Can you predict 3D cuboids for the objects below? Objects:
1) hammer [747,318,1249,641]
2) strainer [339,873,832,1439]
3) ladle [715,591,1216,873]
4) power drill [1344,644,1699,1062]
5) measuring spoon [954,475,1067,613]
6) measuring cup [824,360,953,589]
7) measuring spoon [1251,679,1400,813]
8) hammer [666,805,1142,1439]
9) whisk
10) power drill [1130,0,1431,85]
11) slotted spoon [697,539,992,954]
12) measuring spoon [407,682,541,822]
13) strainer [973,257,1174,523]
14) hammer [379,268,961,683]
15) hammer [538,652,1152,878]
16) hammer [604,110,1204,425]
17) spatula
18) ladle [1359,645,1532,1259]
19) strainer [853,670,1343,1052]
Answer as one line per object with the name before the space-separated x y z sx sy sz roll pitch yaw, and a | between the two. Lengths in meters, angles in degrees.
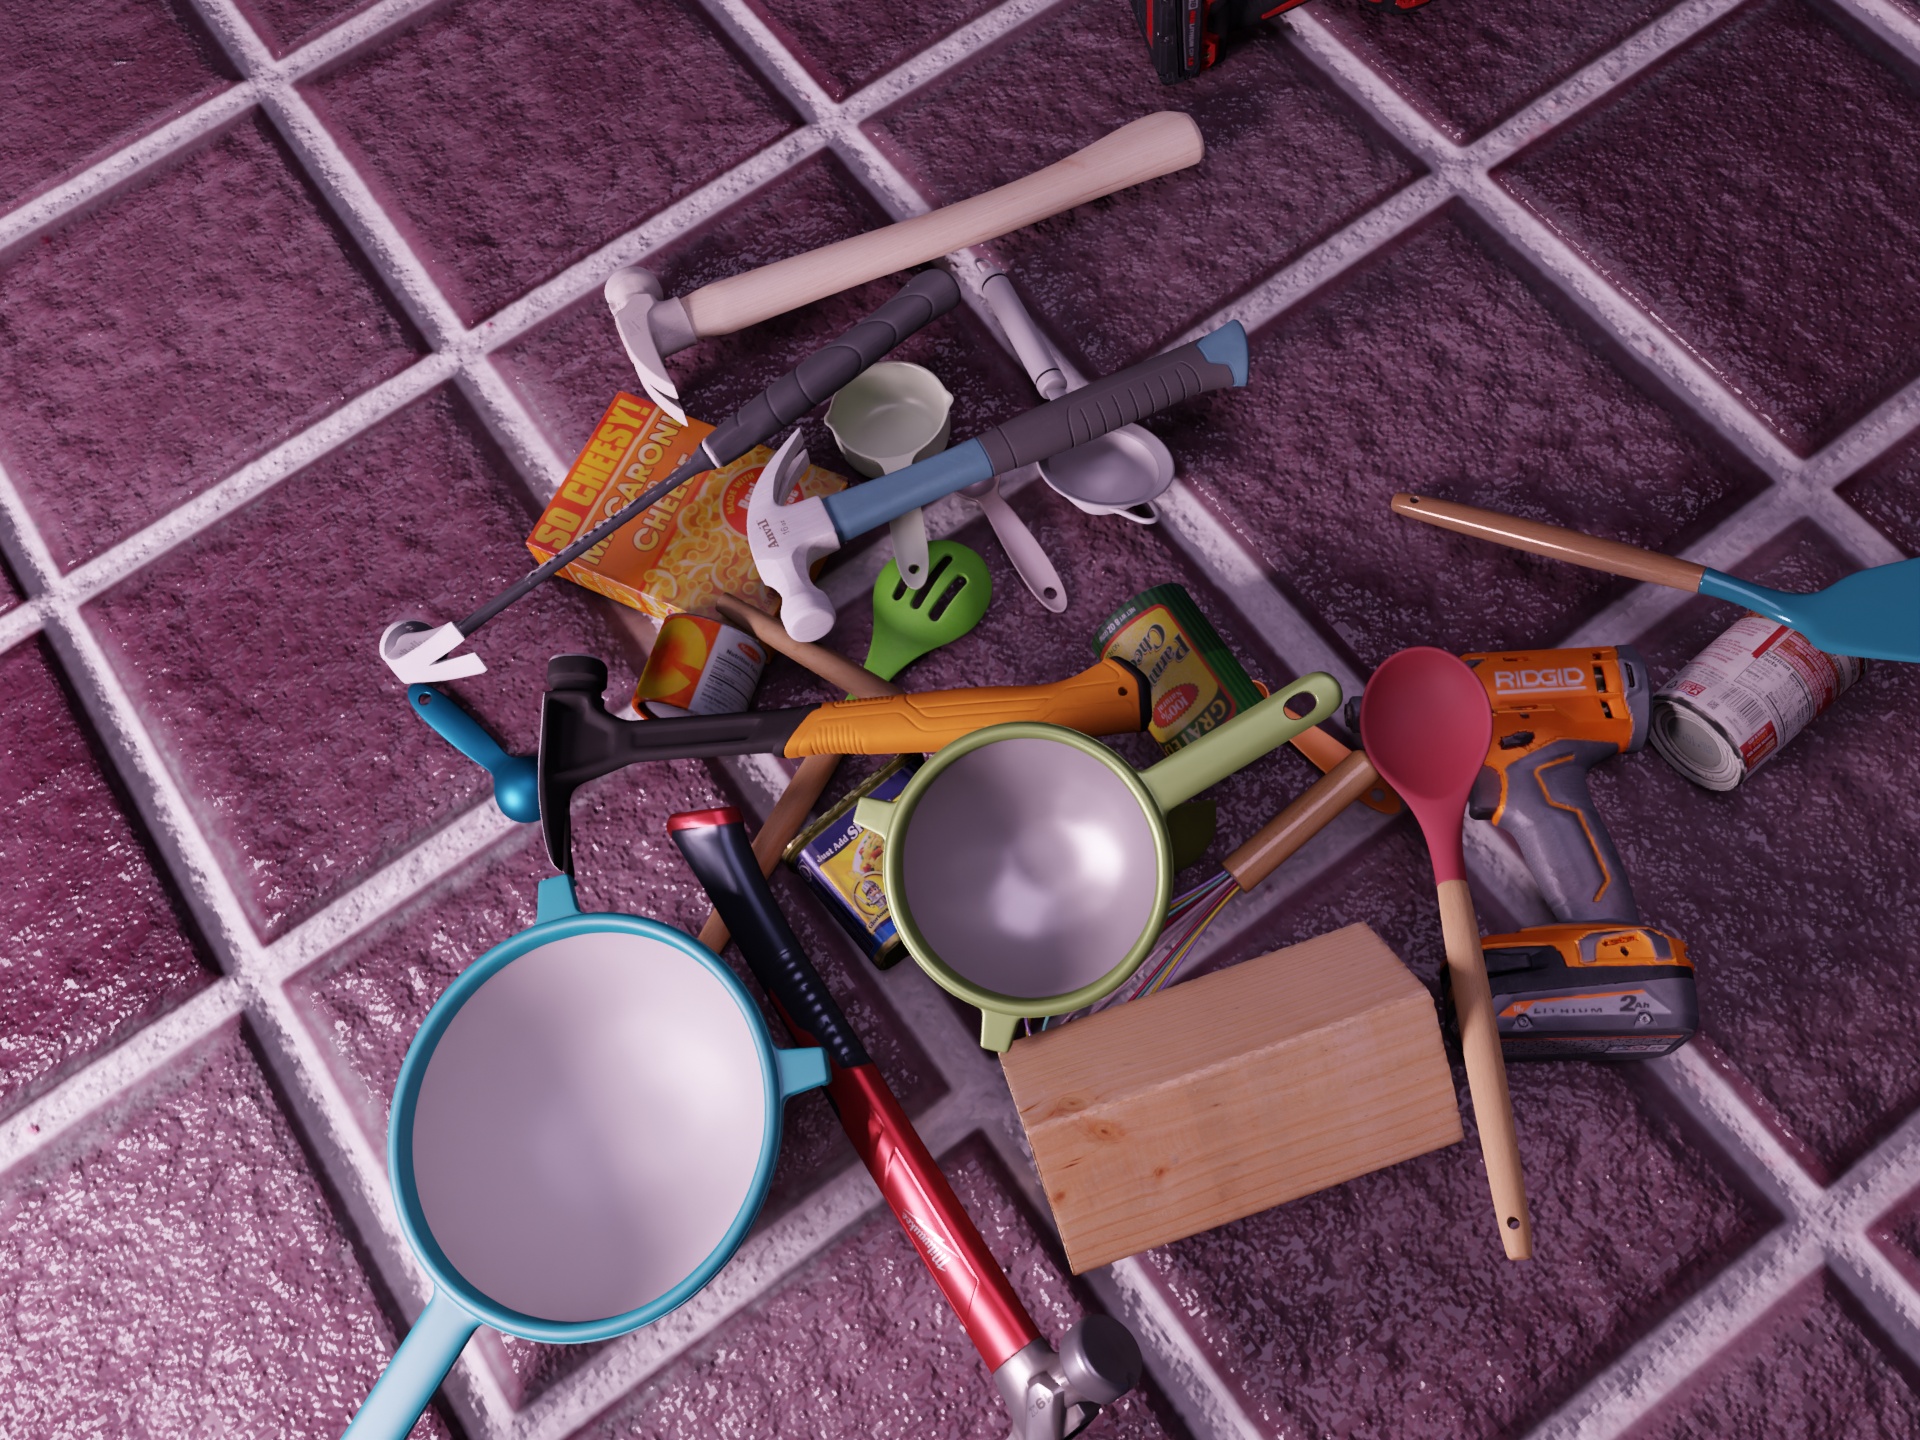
hammer | 0.027 -0.162 0.954 0.331 0.033 0.128 -24 60 -7
strainer | -0.217 0.266 0.827 0.211 0.095 0.340 30 81 20
ladle | -0.001 -0.003 0.913 0.320 0.078 0.062 30 94 12
power drill | 0.301 0.066 0.868 0.164 0.084 0.227 -3 65 6
measuring spoon | 0.031 -0.116 0.999 0.034 0.018 0.124 -29 76 -9
measuring cup | -0.037 -0.148 0.998 0.083 0.038 0.168 -10 66 1
measuring spoon | 0.209 0.017 0.932 0.117 0.011 0.021 40 77 14
hammer | -0.061 0.206 0.835 0.387 0.038 0.143 54 124 25
whisk | 0.135 0.103 0.866 0.245 0.047 0.051 -40 115 -2
power drill | 0.230 -0.525 1.074 0.219 0.143 0.079 -16 71 1
slotted spoon | -0.075 0.016 0.946 0.070 0.031 0.314 28 75 12
measuring spoon | -0.295 0.014 0.967 0.129 0.021 0.042 37 76 16
strainer | 0.063 -0.208 1.017 0.087 0.050 0.259 -15 61 -18
hammer | -0.159 -0.149 0.938 0.409 0.149 0.036 -39 110 -17
hammer | -0.064 0.011 0.868 0.337 0.034 0.127 -5 67 4
hammer | -0.026 -0.313 1.051 0.410 0.038 0.146 -22 49 -7
spatula | 0.393 -0.094 0.895 0.318 0.044 0.082 21 65 31
ladle | 0.252 0.106 0.799 0.069 0.031 0.316 -13 60 21
strainer | 0.083 0.048 0.827 0.256 0.069 0.151 -32 83 9
